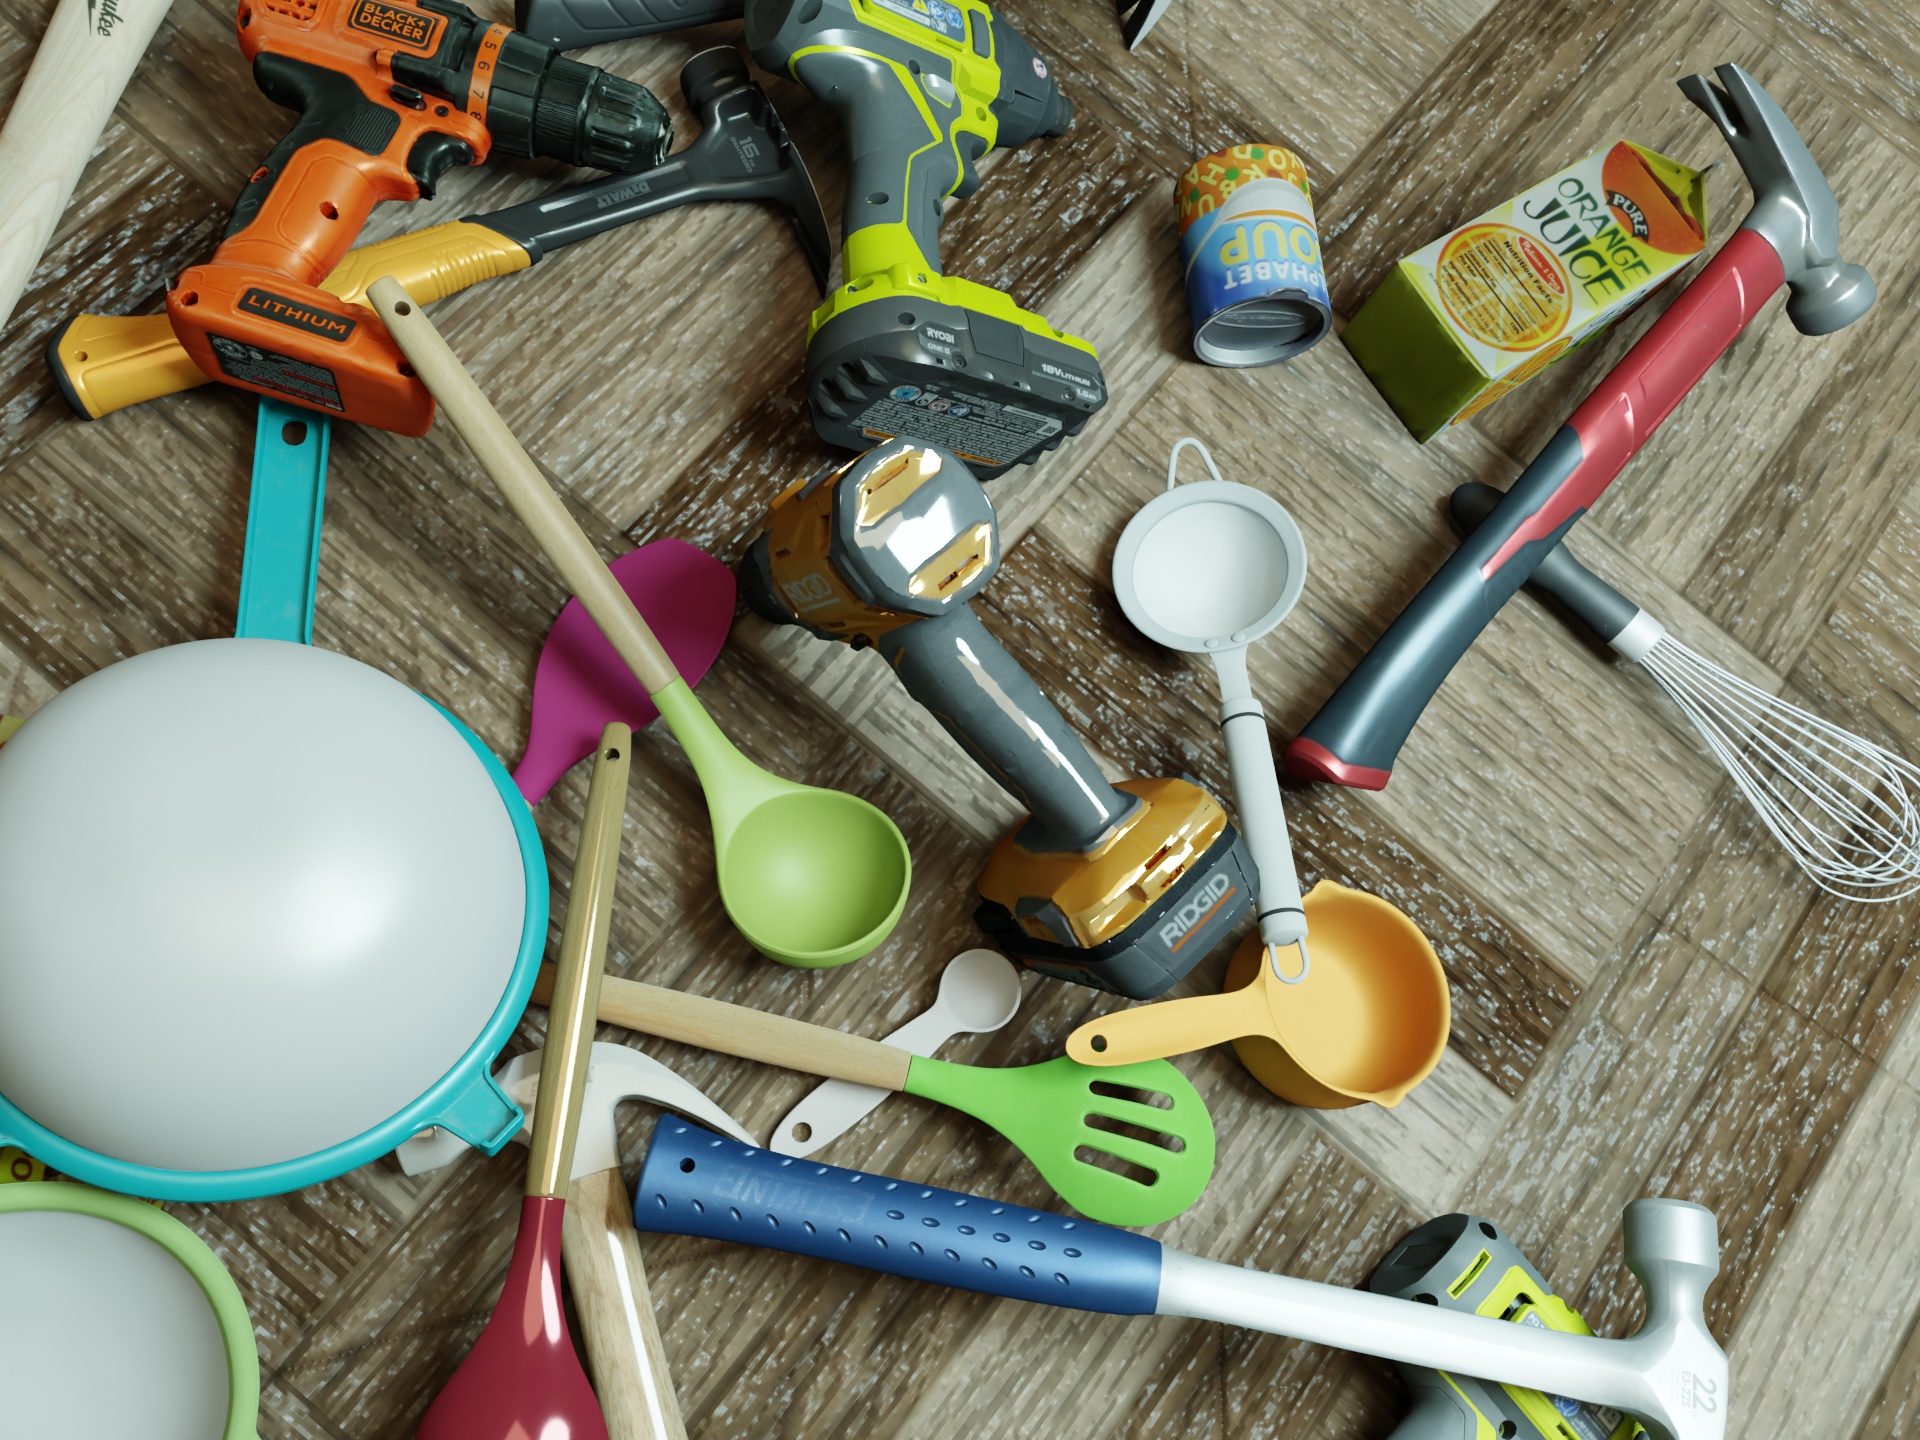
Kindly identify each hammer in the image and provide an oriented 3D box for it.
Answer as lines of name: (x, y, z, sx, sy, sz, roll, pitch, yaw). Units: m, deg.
hammer: (-0.225, -0.198, 0.707, 0.337, 0.034, 0.127, -24, 79, -16)
hammer: (0.082, 0.213, 0.583, 0.405, 0.035, 0.144, 12, 62, -1)
hammer: (-0.110, 0.282, 0.588, 0.130, 0.031, 0.331, -14, 77, -14)
hammer: (0.269, -0.125, 0.720, 0.386, 0.038, 0.143, -47, 110, -12)
hammer: (-0.392, -0.228, 0.682, 0.146, 0.038, 0.411, 18, 72, -7)
hammer: (-0.047, -0.357, 0.757, 0.334, 0.146, 0.035, -11, 76, -2)

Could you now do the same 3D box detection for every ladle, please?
ladle: (-0.127, -0.037, 0.622, 0.078, 0.062, 0.320, -39, 102, -27)
ladle: (-0.148, 0.150, 0.589, 0.069, 0.031, 0.316, 7, 70, -8)

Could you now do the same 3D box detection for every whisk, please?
whisk: (0.346, -0.019, 0.754, 0.284, 0.070, 0.070, 41, 71, 8)

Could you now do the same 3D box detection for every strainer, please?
strainer: (-0.255, -0.008, 0.575, 0.211, 0.095, 0.341, 2, 62, -17)
strainer: (0.119, -0.007, 0.689, 0.087, 0.050, 0.259, -11, 60, 9)
strainer: (-0.277, 0.257, 0.554, 0.256, 0.069, 0.152, 26, 59, -21)

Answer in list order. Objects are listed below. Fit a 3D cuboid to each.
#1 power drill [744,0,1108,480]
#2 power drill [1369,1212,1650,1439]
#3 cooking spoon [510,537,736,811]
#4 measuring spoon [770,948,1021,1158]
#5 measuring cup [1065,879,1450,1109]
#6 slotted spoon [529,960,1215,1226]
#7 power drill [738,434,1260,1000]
power drill: (-0.006, -0.231, 0.723, 0.171, 0.080, 0.223, 7, 68, -37)
power drill: (0.189, 0.334, 0.607, 0.228, 0.080, 0.190, -38, 83, -21)
cooking spoon: (-0.196, 0.052, 0.646, 0.069, 0.017, 0.319, 30, 70, 10)
measuring spoon: (-0.028, 0.140, 0.657, 0.124, 0.018, 0.034, -37, 85, -12)
measuring cup: (0.116, 0.124, 0.657, 0.173, 0.052, 0.095, -7, 71, -19)
slotted spoon: (-0.047, 0.136, 0.633, 0.313, 0.031, 0.070, 15, 70, -1)
power drill: (-0.001, -0.002, 0.640, 0.084, 0.185, 0.226, -42, 104, -19)
